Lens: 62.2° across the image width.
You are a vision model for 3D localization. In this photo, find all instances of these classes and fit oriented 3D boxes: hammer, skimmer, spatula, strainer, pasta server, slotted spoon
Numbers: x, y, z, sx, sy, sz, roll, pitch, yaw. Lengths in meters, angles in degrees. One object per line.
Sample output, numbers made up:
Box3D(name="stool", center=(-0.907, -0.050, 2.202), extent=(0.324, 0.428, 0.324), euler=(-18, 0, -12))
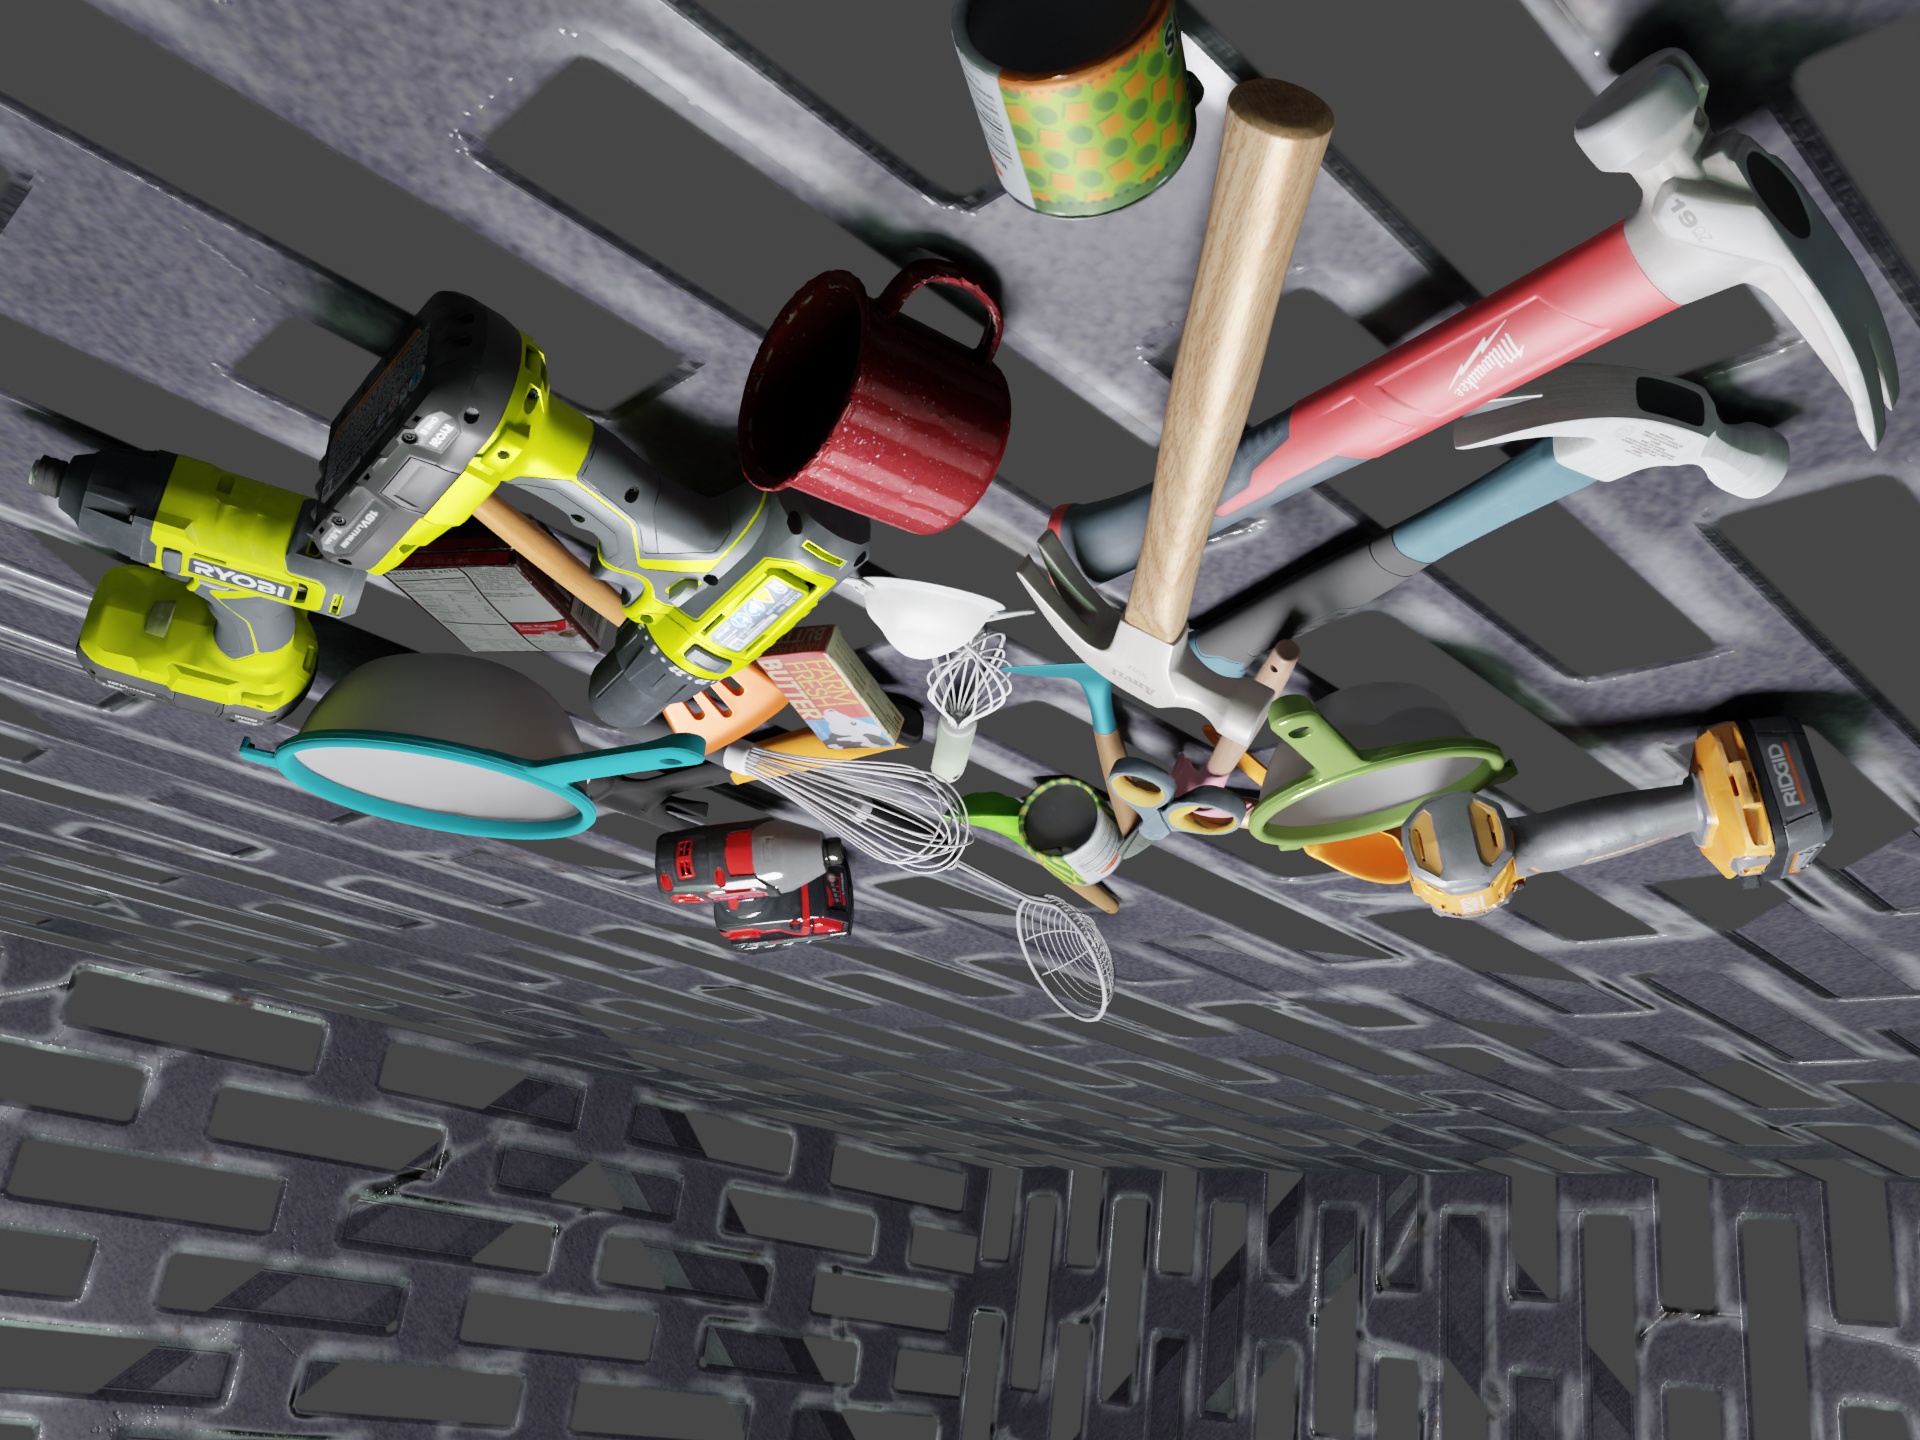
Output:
Box3D(name="hammer", center=(-0.146, 0.034, 1.168), extent=(0.337, 0.034, 0.127), euler=(-14, 149, 43))
Box3D(name="skimmer", center=(0.013, 0.163, 1.362), extent=(0.362, 0.090, 0.127), euler=(33, 179, -43))
Box3D(name="hammer", center=(0.211, -0.080, 0.765), extent=(0.128, 0.033, 0.331), euler=(16, 157, -23))
Box3D(name="spatula", center=(-0.199, -0.062, 0.910), extent=(0.081, 0.041, 0.322), euler=(-31, 153, 6))
Box3D(name="strainer", center=(0.212, 0.005, 0.894), extent=(0.151, 0.069, 0.256), euler=(-21, 156, 22))
Box3D(name="hammer", center=(0.094, -0.110, 0.648), extent=(0.130, 0.031, 0.331), euler=(27, 150, 14))
Box3D(name="spatula", center=(0.095, 0.025, 1.030), extent=(0.082, 0.044, 0.317), euler=(-2, 151, 13))
Box3D(name="pasta server", center=(0.166, 0.012, 0.955), extent=(0.060, 0.040, 0.316), euler=(37, 164, 11))
Box3D(name="slotted spoon", center=(0.072, 0.112, 1.303), extent=(0.070, 0.031, 0.313), euler=(-3, 158, 25))
Box3D(name="hammer", center=(0.164, -0.108, 0.649), extent=(0.143, 0.038, 0.386), euler=(45, 150, -14))
Box3D(name="strainer", center=(-0.080, -0.079, 0.859), extent=(0.258, 0.050, 0.087), euler=(19, 170, -19))
Box3D(name="strainer", center=(-0.295, 0.002, 1.054), extent=(0.340, 0.095, 0.210), euler=(-8, 156, 33))

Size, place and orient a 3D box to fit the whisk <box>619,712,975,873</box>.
Box3D(name="whisk", center=(-0.119, 0.034, 1.065), extent=(0.285, 0.070, 0.070), euler=(19, 163, 21))

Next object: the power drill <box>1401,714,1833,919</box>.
Box3D(name="power drill", center=(0.387, 0.074, 0.966), extent=(0.226, 0.084, 0.185), euler=(-14, 160, 16))

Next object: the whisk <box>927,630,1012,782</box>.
Box3D(name="whisk", center=(-0.002, -0.003, 1.022), extent=(0.059, 0.058, 0.246), euler=(41, 163, 9))

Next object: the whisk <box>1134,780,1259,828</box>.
Box3D(name="whisk", center=(0.241, 0.076, 1.135), extent=(0.245, 0.051, 0.047), euler=(10, 164, 3))

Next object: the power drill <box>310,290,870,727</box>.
Box3D(name="power drill", center=(-0.183, -0.085, 0.764), extent=(0.228, 0.080, 0.190), euler=(27, 129, -37))

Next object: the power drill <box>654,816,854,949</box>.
Box3D(name="power drill", center=(-0.153, 0.129, 1.297), extent=(0.143, 0.079, 0.219), euler=(-7, 163, 4))

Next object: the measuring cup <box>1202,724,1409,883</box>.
Box3D(name="measuring cup", center=(0.235, 0.038, 1.045), extent=(0.173, 0.052, 0.095), euler=(38, 158, -11))

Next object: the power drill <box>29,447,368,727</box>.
Box3D(name="power drill", center=(-0.447, -0.080, 0.933), extent=(0.171, 0.080, 0.223), euler=(17, 153, -22))
